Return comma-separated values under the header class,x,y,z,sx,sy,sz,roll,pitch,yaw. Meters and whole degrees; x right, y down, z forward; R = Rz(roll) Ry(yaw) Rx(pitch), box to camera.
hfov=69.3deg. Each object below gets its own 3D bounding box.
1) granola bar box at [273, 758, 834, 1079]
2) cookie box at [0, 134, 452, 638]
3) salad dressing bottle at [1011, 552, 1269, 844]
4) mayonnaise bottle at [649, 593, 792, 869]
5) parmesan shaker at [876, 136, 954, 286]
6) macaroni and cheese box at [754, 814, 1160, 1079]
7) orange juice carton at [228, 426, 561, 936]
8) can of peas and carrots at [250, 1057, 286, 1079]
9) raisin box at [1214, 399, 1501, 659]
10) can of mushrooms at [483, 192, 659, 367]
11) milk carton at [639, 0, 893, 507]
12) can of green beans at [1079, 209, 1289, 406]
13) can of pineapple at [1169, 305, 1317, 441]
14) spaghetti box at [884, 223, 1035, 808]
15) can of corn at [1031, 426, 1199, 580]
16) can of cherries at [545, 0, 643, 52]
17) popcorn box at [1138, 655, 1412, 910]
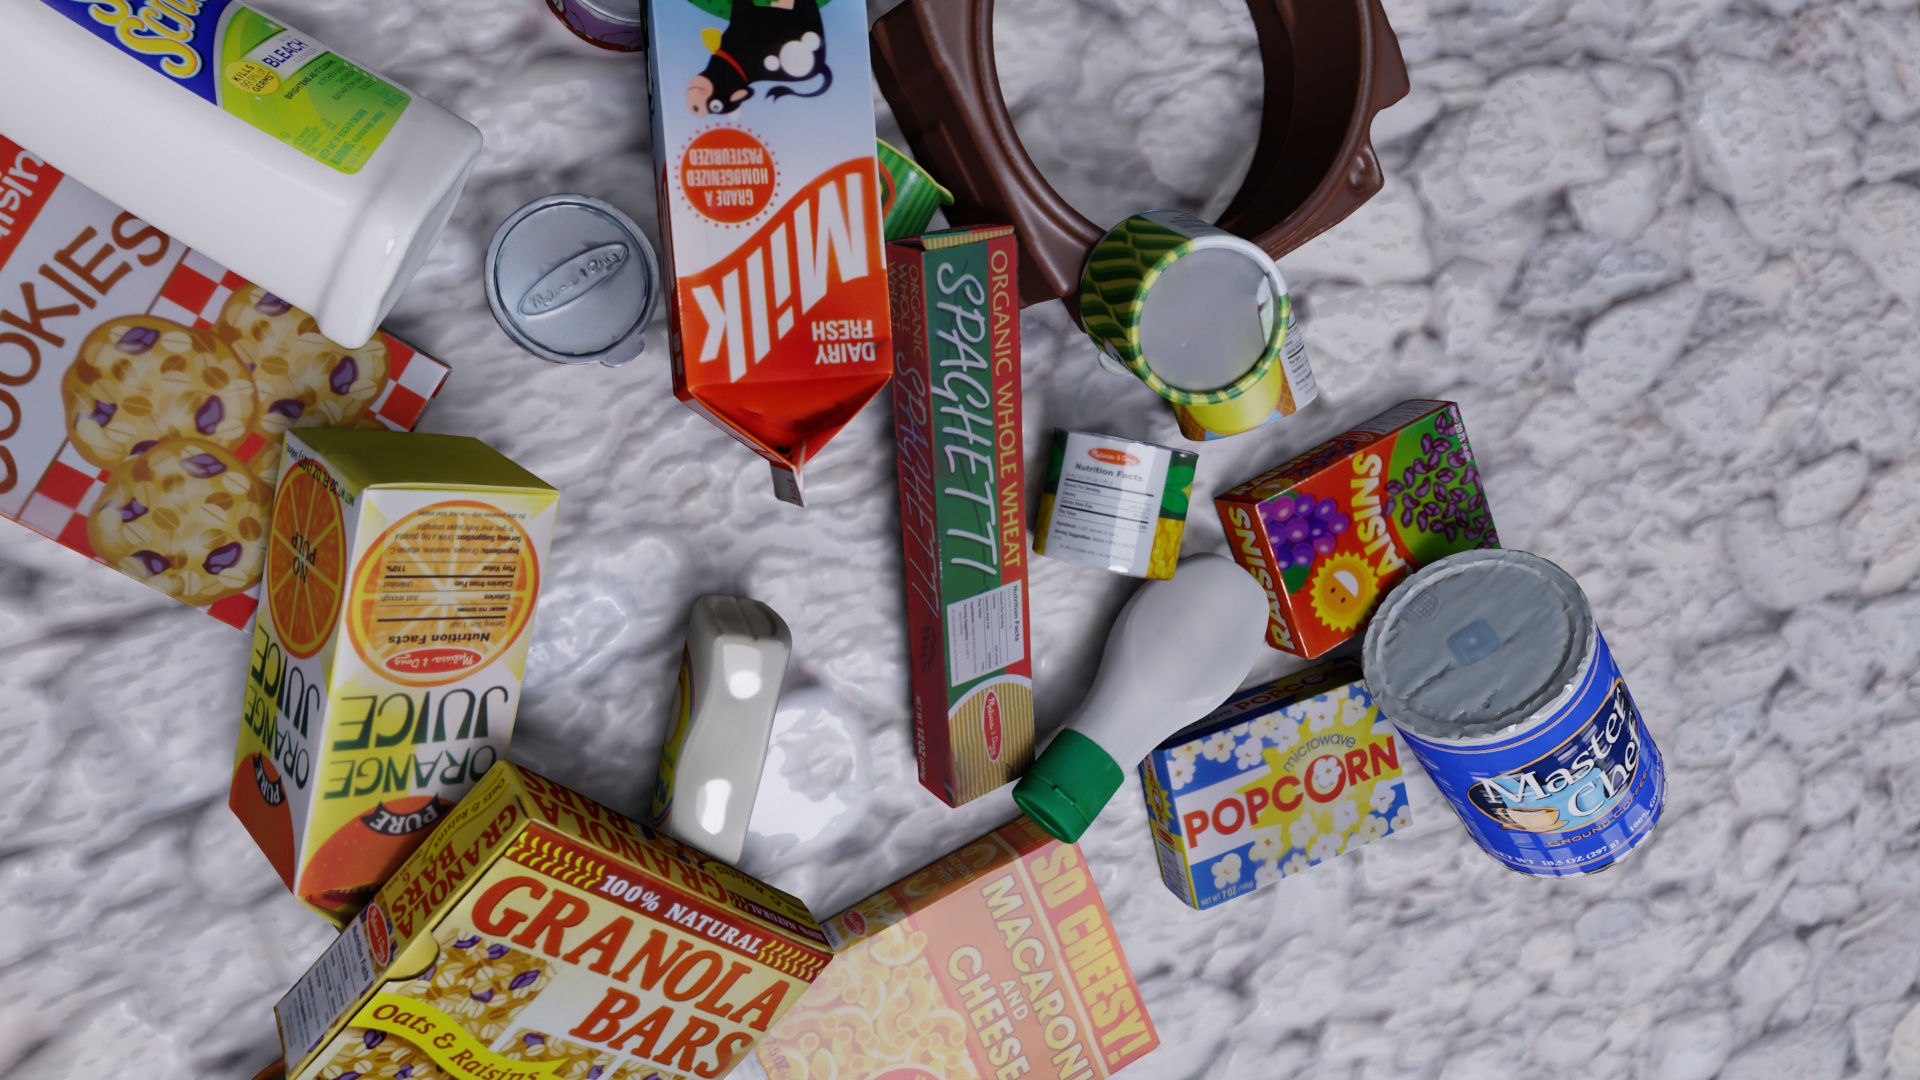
class,x,y,z,sx,sy,sz,roll,pitch,yaw
granola bar box,-0.146,0.167,0.526,0.124,0.039,0.165,-48,133,2
cookie box,-0.295,-0.055,0.507,0.167,0.040,0.123,32,86,-20
salad dressing bottle,0.082,0.071,0.635,0.064,0.044,0.148,41,70,5
mayonnaise bottle,-0.106,0.100,0.579,0.041,0.065,0.147,11,102,-21
parmesan shaker,-0.057,-0.110,0.568,0.071,0.071,0.103,29,86,-20
macaroni and cheese box,-0.006,0.216,0.637,0.167,0.040,0.123,-25,103,-15
orange juice carton,-0.212,0.060,0.510,0.073,0.072,0.192,2,108,-46
can of peas and carrots,-0.244,0.234,0.544,0.071,0.071,0.058,-11,99,-18
raisin box,0.197,-0.007,0.685,0.124,0.040,0.086,-26,105,-16
can of mushrooms,-0.154,-0.101,0.555,0.071,0.033,0.071,-2,96,-19
milk carton,-0.069,-0.108,0.494,0.073,0.072,0.190,-5,95,-15
can of green beans,0.086,-0.091,0.541,0.071,0.058,0.071,-5,113,-13
can of pineapple,0.122,-0.084,0.637,0.071,0.071,0.057,-25,104,-15
spaghetti box,0.002,-0.007,0.589,0.050,0.029,0.249,-18,115,-35
can of corn,0.070,-0.017,0.627,0.071,0.071,0.058,10,94,-20
can of cherries,-0.132,-0.228,0.536,0.071,0.058,0.071,-3,98,-19
popcorn box,0.154,0.118,0.683,0.127,0.038,0.085,-17,100,-17
